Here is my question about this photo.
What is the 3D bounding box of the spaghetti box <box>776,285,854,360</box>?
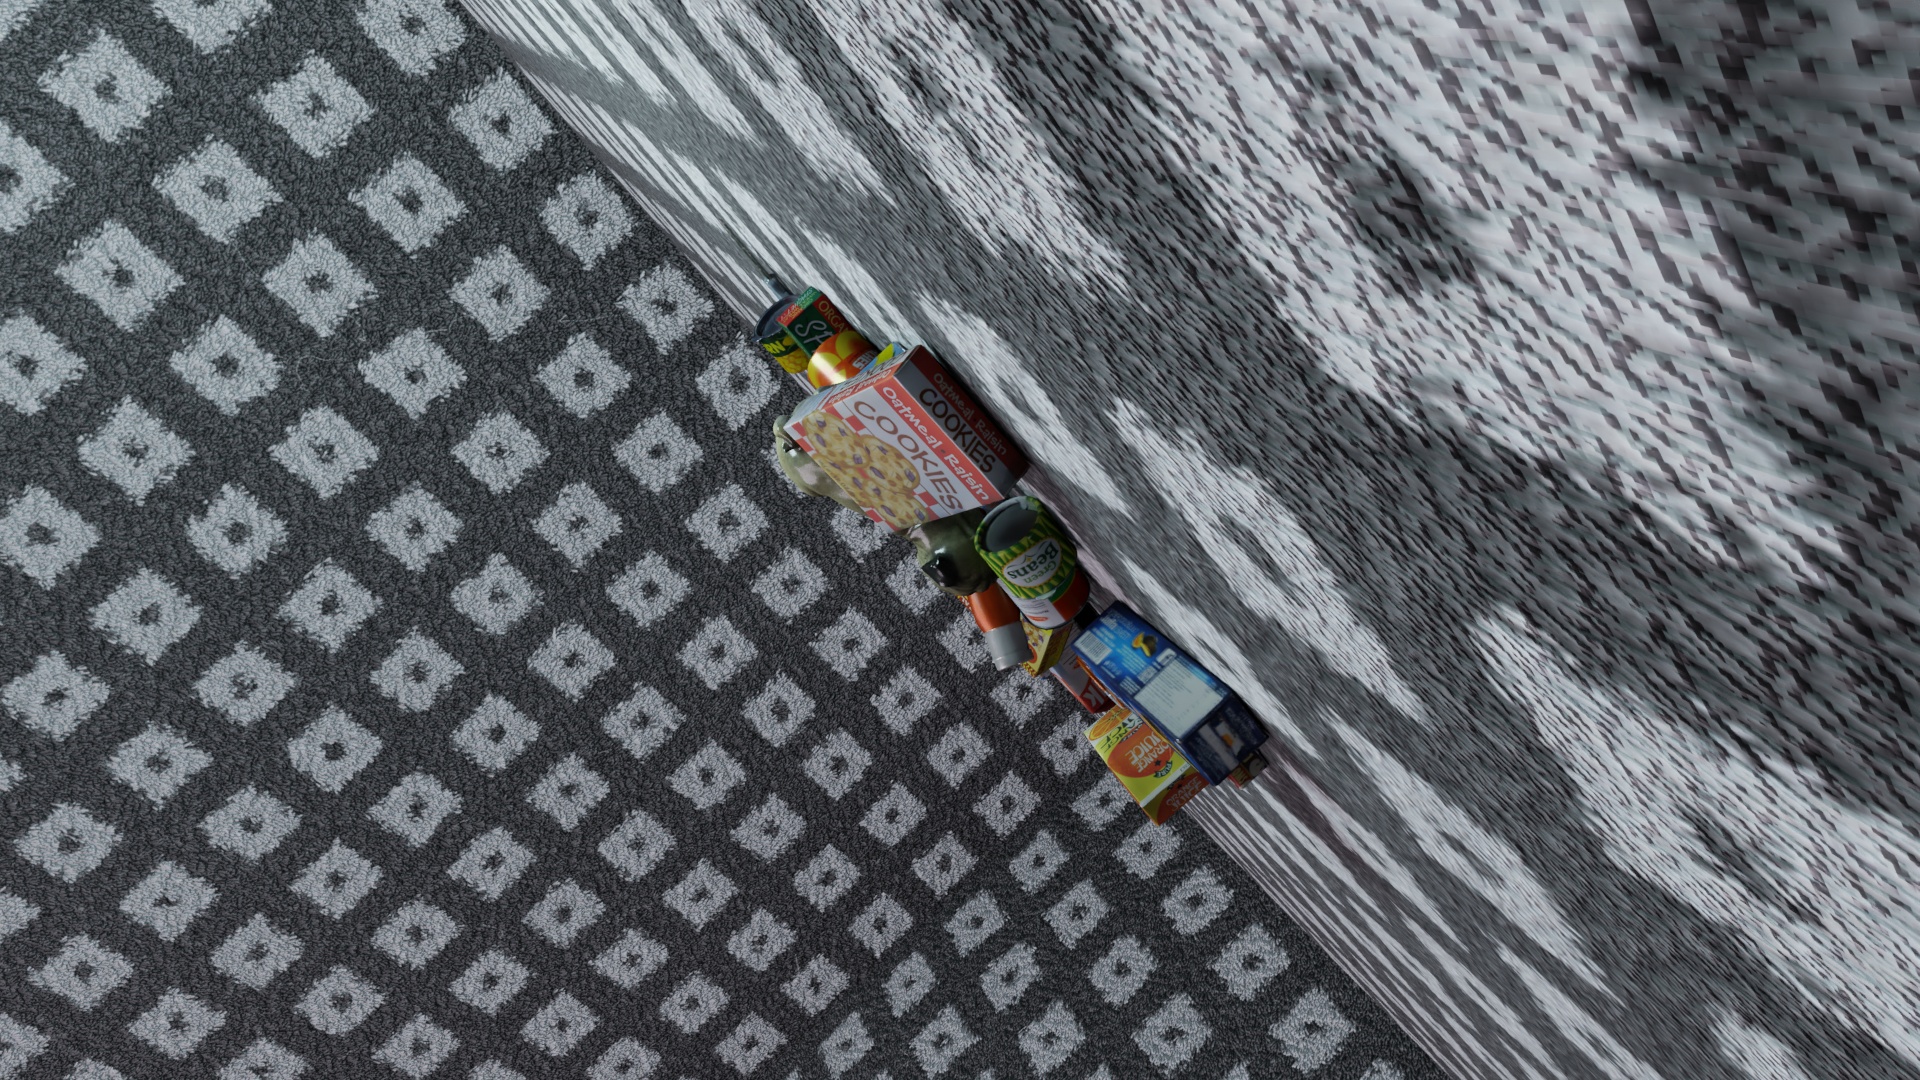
[{"bbox_3d":[-0.082,-0.139,1.352,0.249,0.050,0.029,49,175,-31],"label":"spaghetti box"}]

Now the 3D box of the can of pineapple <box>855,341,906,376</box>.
[{"bbox_3d":[-0.053,-0.117,1.118,0.071,0.058,0.071,47,177,3],"label":"can of pineapple"}]

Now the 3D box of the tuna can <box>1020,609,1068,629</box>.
[{"bbox_3d":[0.080,0.050,1.341,0.071,0.071,0.033,48,177,-21],"label":"tuna can"}]

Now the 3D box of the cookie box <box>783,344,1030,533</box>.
[{"bbox_3d":[-0.043,-0.072,1.047,0.122,0.040,0.167,47,149,-18],"label":"cookie box"}]

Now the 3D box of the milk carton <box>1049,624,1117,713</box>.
[{"bbox_3d":[0.135,0.130,1.598,0.190,0.073,0.072,49,177,-36],"label":"milk carton"}]

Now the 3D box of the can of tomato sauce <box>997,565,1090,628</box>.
[{"bbox_3d":[0.069,0.027,1.248,0.083,0.071,0.071,50,176,-37],"label":"can of tomato sauce"}]

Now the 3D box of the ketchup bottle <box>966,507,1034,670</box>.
[{"bbox_3d":[0.026,0.046,1.286,0.064,0.043,0.149,22,-132,-79],"label":"ketchup bottle"}]

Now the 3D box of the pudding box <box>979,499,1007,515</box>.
[{"bbox_3d":[0.049,-0.012,1.339,0.049,0.030,0.084,48,177,-18],"label":"pudding box"}]

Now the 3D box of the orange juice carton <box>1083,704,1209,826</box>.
[{"bbox_3d":[0.171,0.194,1.243,0.073,0.072,0.193,50,180,-4],"label":"orange juice carton"}]

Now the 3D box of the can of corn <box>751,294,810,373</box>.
[{"bbox_3d":[-0.183,-0.222,1.512,0.058,0.071,0.071,49,177,-34],"label":"can of corn"}]

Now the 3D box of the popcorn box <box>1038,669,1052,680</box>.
[{"bbox_3d":[0.104,0.112,1.688,0.038,0.085,0.126,47,178,31],"label":"popcorn box"}]

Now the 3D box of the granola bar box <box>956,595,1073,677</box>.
[{"bbox_3d":[0.051,0.046,1.466,0.166,0.039,0.123,46,144,26],"label":"granola bar box"}]

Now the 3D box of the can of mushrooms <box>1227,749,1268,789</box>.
[{"bbox_3d":[0.237,0.186,1.226,0.071,0.033,0.071,48,178,3],"label":"can of mushrooms"}]

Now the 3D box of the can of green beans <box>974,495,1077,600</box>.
[{"bbox_3d":[0.054,0.006,1.143,0.057,0.071,0.071,50,176,-33],"label":"can of green beans"}]

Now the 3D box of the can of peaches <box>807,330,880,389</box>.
[{"bbox_3d":[-0.097,-0.152,1.271,0.058,0.071,0.071,46,177,28],"label":"can of peaches"}]

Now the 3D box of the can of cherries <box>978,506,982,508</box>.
[{"bbox_3d":[0.005,-0.018,1.401,0.071,0.058,0.071,20,118,43],"label":"can of cherries"}]

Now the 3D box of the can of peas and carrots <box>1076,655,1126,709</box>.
[{"bbox_3d":[0.147,0.111,1.278,0.071,0.059,0.071,47,177,4],"label":"can of peas and carrots"}]
